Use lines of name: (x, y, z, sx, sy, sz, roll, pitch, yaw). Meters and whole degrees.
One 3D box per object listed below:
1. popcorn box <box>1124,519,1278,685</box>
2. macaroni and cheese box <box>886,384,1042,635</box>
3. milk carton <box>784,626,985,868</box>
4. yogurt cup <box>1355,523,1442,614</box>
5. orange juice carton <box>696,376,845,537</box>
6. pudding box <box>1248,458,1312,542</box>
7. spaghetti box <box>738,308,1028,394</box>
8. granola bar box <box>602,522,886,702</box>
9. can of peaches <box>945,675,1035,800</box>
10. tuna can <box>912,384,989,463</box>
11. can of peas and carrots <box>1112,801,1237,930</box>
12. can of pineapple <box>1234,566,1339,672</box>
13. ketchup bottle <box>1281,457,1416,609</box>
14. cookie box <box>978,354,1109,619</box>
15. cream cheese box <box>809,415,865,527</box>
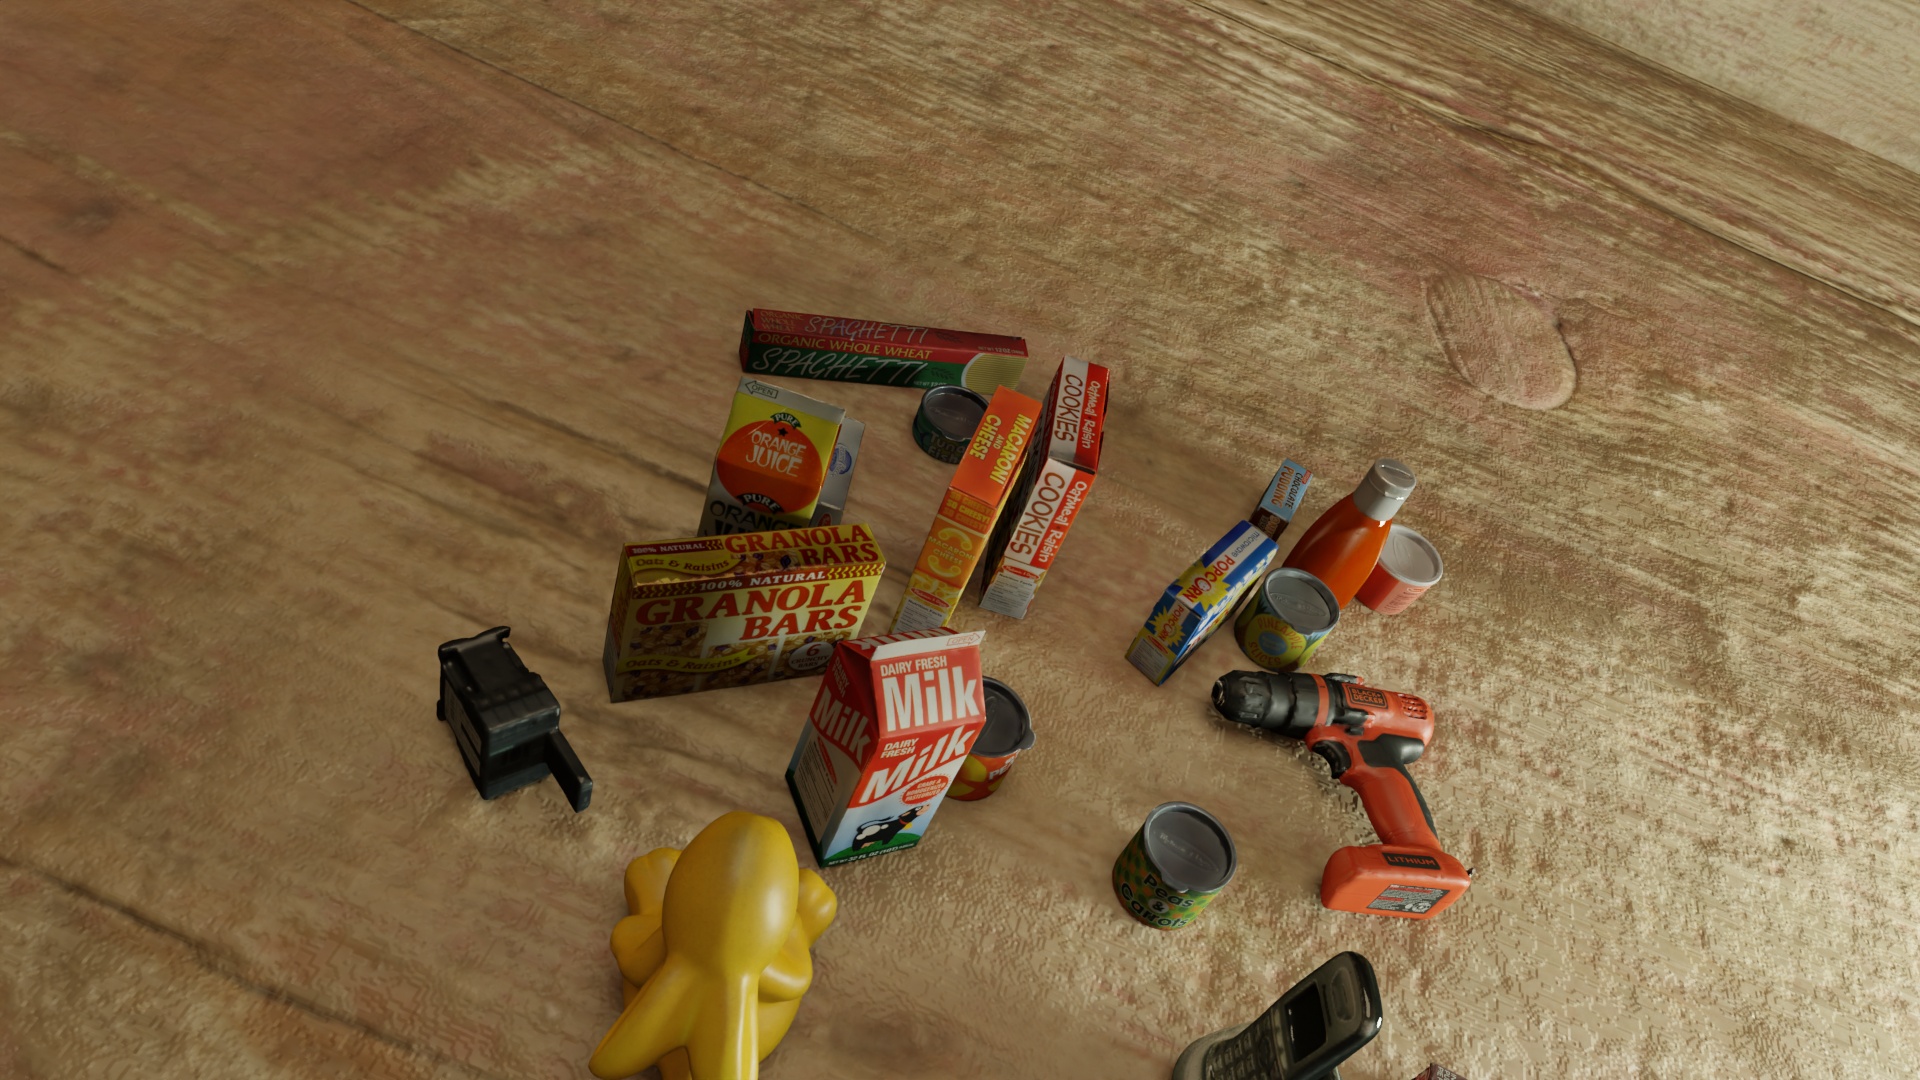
popcorn box: (0.190, 0.047, 1.086, 0.038, 0.084, 0.127, 40, 46, 16)
macaroni and cheese box: (0.004, -0.013, 1.008, 0.040, 0.165, 0.124, 24, 44, 0)
milk carton: (-0.044, 0.117, 0.848, 0.072, 0.189, 0.074, -7, 52, -28)
yogurt cup: (0.375, 0.028, 1.204, 0.072, 0.053, 0.073, 12, 45, -12)
orange juice carton: (-0.134, -0.032, 0.950, 0.072, 0.191, 0.073, 18, 44, -7)
pudding box: (0.277, -0.029, 1.221, 0.030, 0.049, 0.084, 31, 45, 8)
spaghetti box: (-0.065, -0.162, 1.203, 0.250, 0.049, 0.029, 3, 48, -20)
granola bar box: (-0.146, 0.047, 0.920, 0.166, 0.123, 0.039, -5, 51, -27)
can of peaches: (0.010, 0.136, 0.947, 0.071, 0.057, 0.071, 12, 45, -12)
tuna can: (-0.006, -0.097, 1.179, 0.071, 0.032, 0.071, 12, 45, -12)
can of peas and carrots: (0.141, 0.219, 0.923, 0.071, 0.058, 0.071, 12, 45, -12)
can of pineapple: (0.261, 0.065, 1.119, 0.071, 0.057, 0.071, 12, 45, -12)
ketchup bottle: (0.322, -0.004, 1.145, 0.065, 0.148, 0.044, 19, 44, -5)
cookie box: (0.064, -0.040, 1.057, 0.040, 0.166, 0.123, 18, 44, -6)
cream cheese box: (-0.098, -0.044, 1.075, 0.024, 0.053, 0.104, 17, 45, -7)
